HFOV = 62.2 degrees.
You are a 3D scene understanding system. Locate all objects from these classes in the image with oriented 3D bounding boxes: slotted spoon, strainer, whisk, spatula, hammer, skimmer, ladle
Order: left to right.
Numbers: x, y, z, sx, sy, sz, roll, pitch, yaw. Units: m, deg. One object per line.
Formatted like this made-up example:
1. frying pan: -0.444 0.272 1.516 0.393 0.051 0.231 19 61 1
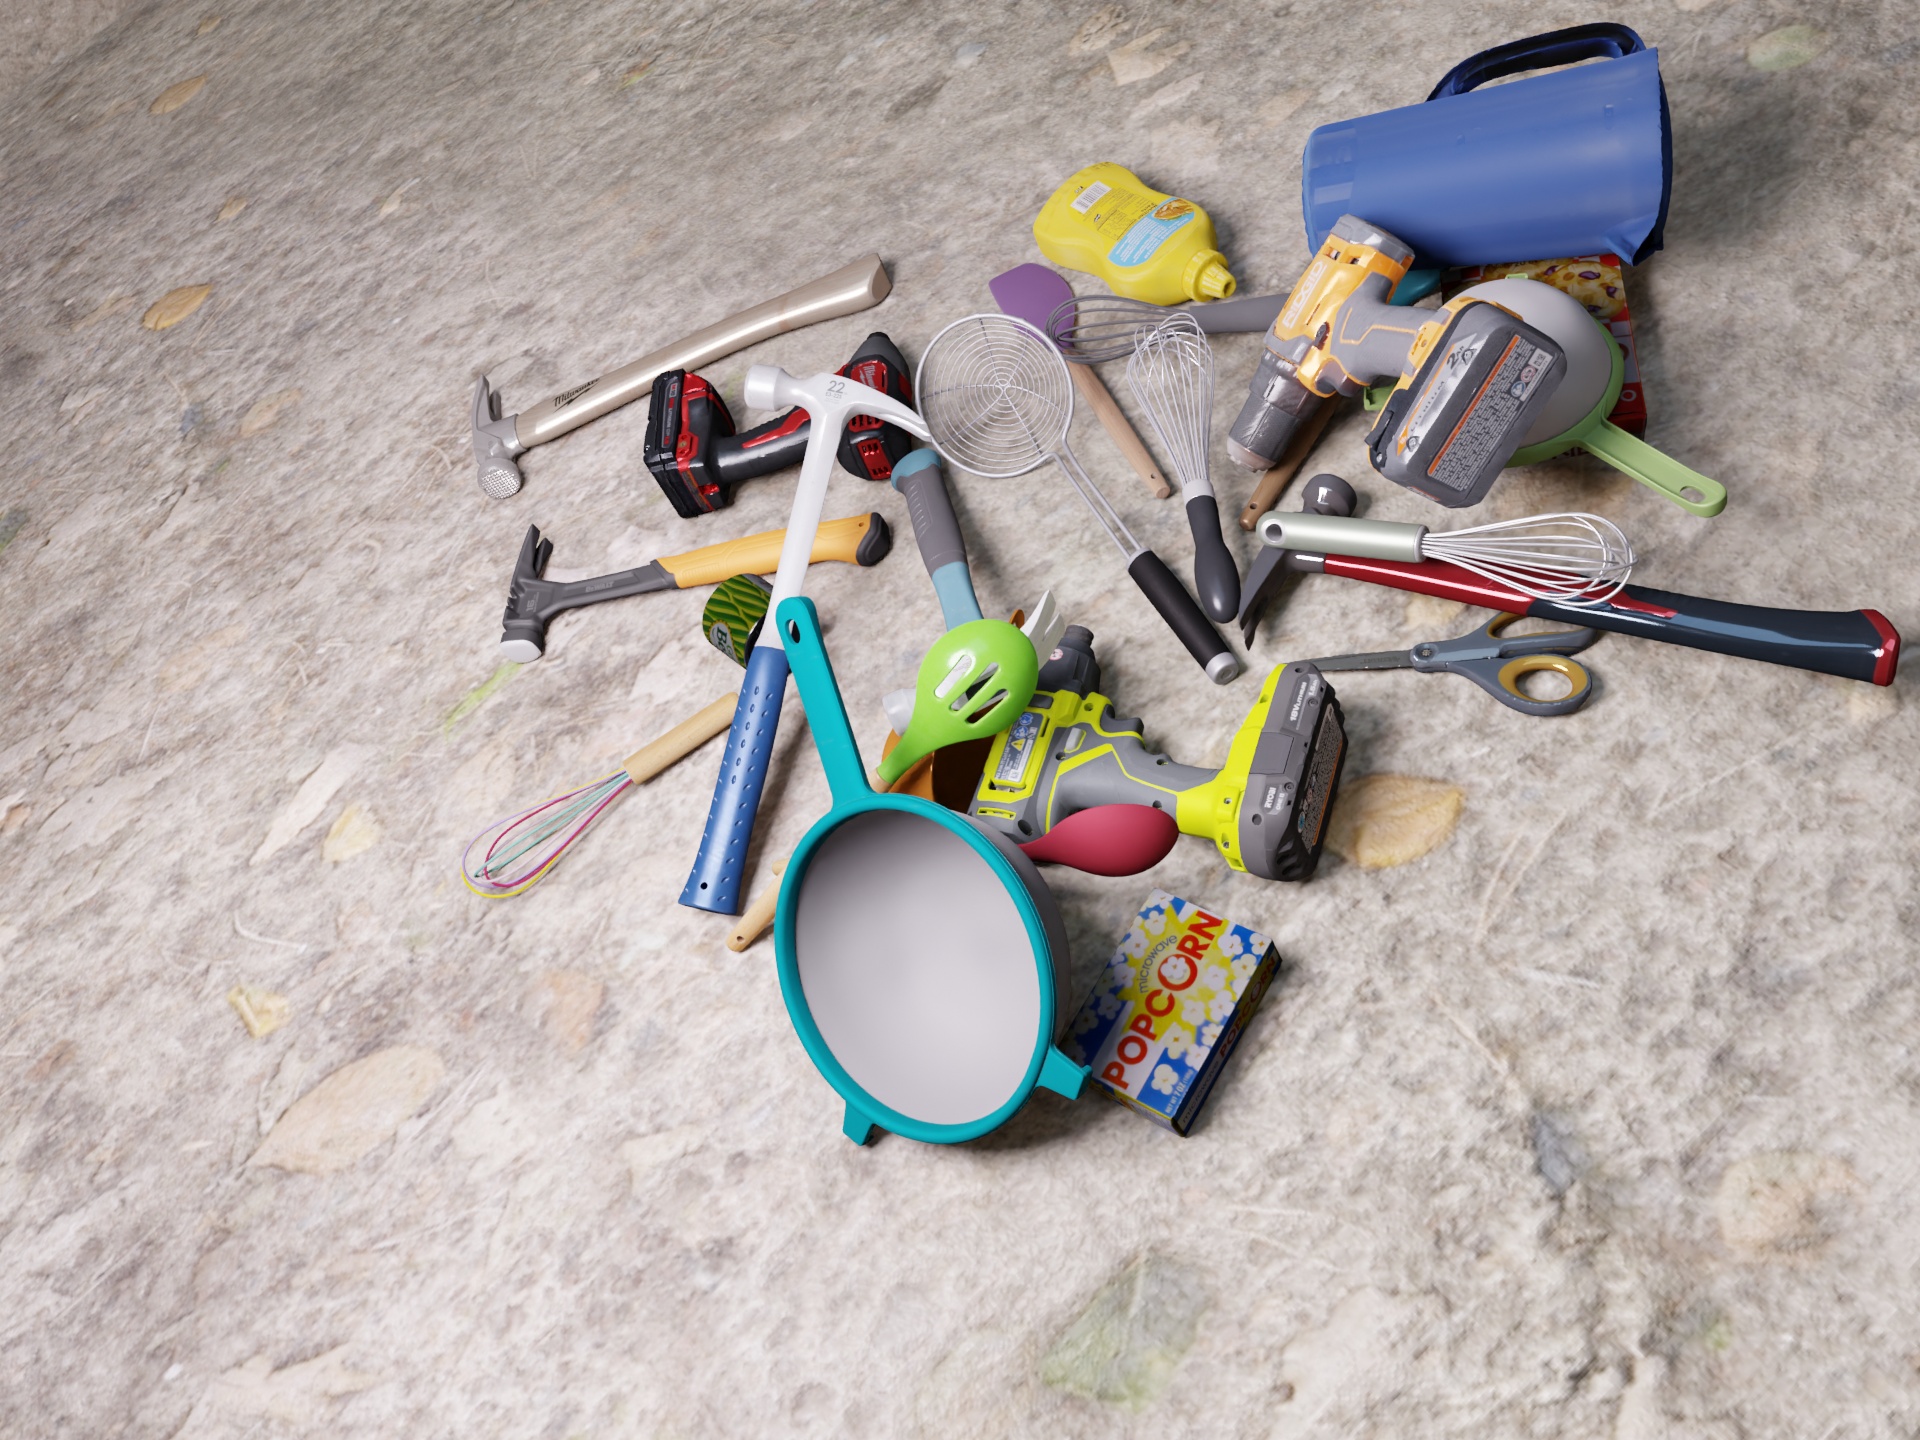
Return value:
1. whisk: -0.266 0.055 1.198 0.245 0.051 0.047 -34 73 -7
2. hammer: -0.260 -0.336 1.454 0.410 0.038 0.146 -22 51 7
3. hammer: -0.218 -0.130 1.301 0.337 0.034 0.127 -9 57 16
4. hammer: -0.128 -0.060 1.148 0.144 0.035 0.406 11 79 9
5. slotted spoon: -0.062 0.054 1.032 0.313 0.070 0.031 -47 8 26
6. strainer: -0.028 0.082 0.977 0.211 0.095 0.340 -24 82 38
7. hammer: -0.011 -0.111 1.148 0.128 0.033 0.331 -22 36 5
8. ladle: -0.003 0.088 1.032 0.315 0.069 0.031 -7 51 36
9. skimmer: 0.083 -0.162 1.166 0.127 0.090 0.364 -51 50 25
10. spatula: 0.099 -0.282 1.284 0.060 0.018 0.316 -25 51 0
11. whisk: 0.182 -0.315 1.250 0.239 0.055 0.055 -3 57 9
12. whisk: 0.168 -0.187 1.150 0.070 0.070 0.285 -15 56 13
13. spatula: 0.286 -0.271 1.186 0.082 0.044 0.317 24 70 29
14. whisk: 0.302 -0.112 1.014 0.246 0.057 0.059 11 25 35
15. hammer: 0.368 -0.067 0.999 0.386 0.038 0.143 17 61 34
16. strainer: 0.391 -0.216 1.036 0.151 0.069 0.257 -38 50 -4

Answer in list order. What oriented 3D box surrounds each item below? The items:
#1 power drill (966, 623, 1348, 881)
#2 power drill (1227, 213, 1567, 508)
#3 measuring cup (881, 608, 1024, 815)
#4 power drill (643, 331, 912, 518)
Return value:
1. power drill: 0.128 0.017 1.038 0.223 0.080 0.171 7 62 29
2. power drill: 0.270 -0.219 1.053 0.185 0.084 0.226 -60 32 20
3. measuring cup: -0.002 -0.003 1.093 0.052 0.095 0.174 2 60 34
4. power drill: -0.146 -0.253 1.330 0.219 0.078 0.143 -9 55 13
